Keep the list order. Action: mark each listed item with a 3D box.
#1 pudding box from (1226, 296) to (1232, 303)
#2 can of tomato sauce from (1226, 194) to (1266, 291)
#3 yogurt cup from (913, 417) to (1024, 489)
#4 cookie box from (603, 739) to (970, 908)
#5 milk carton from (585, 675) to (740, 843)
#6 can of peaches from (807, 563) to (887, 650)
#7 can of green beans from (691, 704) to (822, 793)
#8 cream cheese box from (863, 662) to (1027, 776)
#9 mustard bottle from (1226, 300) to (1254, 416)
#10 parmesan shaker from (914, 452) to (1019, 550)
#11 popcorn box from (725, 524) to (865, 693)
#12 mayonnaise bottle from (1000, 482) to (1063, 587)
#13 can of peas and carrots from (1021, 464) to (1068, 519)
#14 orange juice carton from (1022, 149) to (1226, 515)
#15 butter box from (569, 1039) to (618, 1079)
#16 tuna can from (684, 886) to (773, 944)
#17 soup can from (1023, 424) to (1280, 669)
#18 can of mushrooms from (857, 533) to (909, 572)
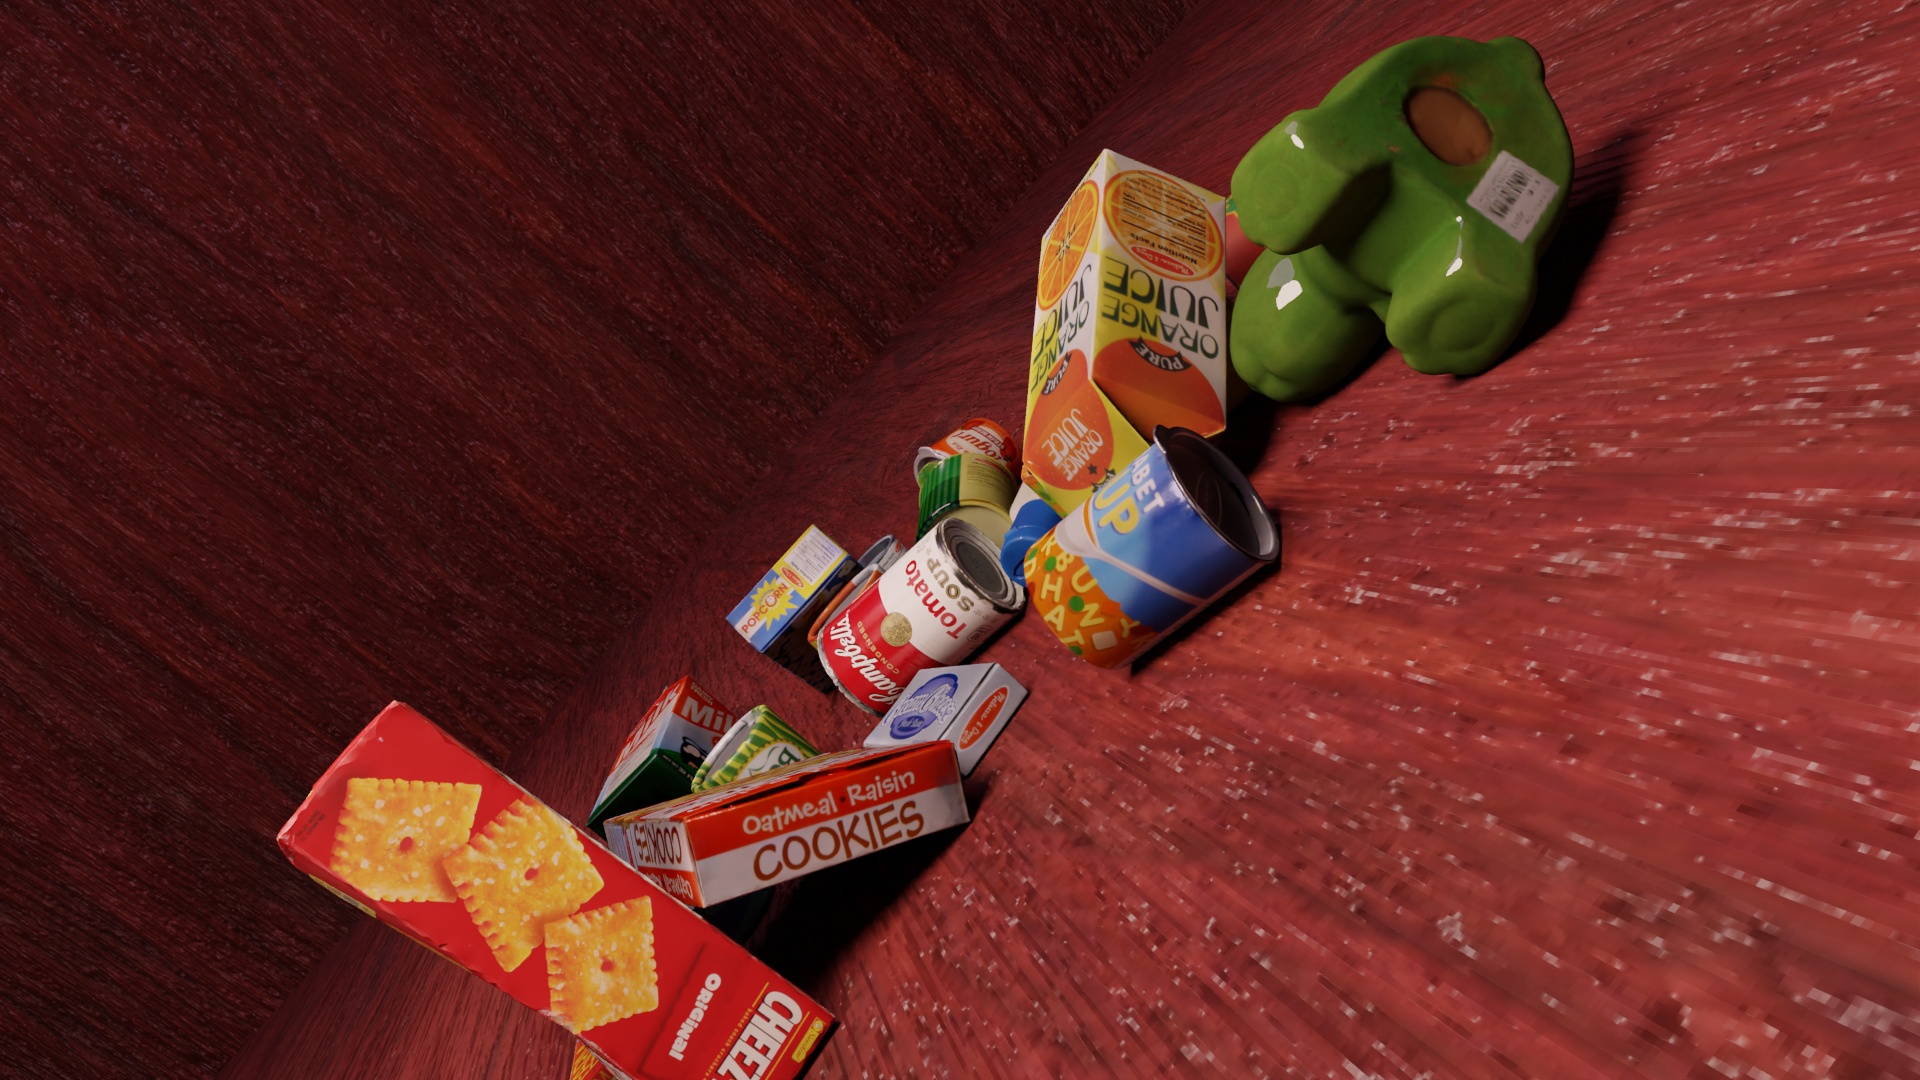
[{"bbox_3d":[0.128,-0.138,0.890,0.083,0.049,0.030,-39,16,36],"label":"pudding box"},{"bbox_3d":[0.182,-0.182,0.797,0.083,0.071,0.071,-43,12,15],"label":"can of tomato sauce"},{"bbox_3d":[0.009,-0.051,0.991,0.054,0.072,0.072,-44,9,-29],"label":"yogurt cup"},{"bbox_3d":[-0.087,0.129,0.646,0.123,0.040,0.167,-13,-5,-27],"label":"cookie box"},{"bbox_3d":[-0.204,0.163,1.015,0.073,0.072,0.191,-45,13,9],"label":"milk carton"},{"bbox_3d":[-0.055,0.058,0.869,0.071,0.058,0.071,-44,12,12],"label":"can of peaches"},{"bbox_3d":[-0.116,0.139,0.818,0.071,0.058,0.071,-44,12,12],"label":"can of green beans"},{"bbox_3d":[-0.010,0.090,0.694,0.053,0.024,0.103,-51,13,-20],"label":"cream cheese box"},{"bbox_3d":[0.121,-0.098,0.785,0.065,0.049,0.160,-56,12,-3],"label":"mustard bottle"},{"bbox_3d":[0.003,-0.011,0.859,0.071,0.071,0.103,-44,12,13],"label":"parmesan shaker"},{"bbox_3d":[-0.096,0.049,0.941,0.085,0.038,0.126,-49,-23,-5],"label":"popcorn box"},{"bbox_3d":[0.060,-0.030,0.802,0.064,0.041,0.149,-40,15,38],"label":"mayonnaise bottle"},{"bbox_3d":[0.074,-0.036,0.726,0.071,0.058,0.071,-45,12,12],"label":"can of peas and carrots"},{"bbox_3d":[0.080,-0.089,0.669,0.071,0.073,0.193,130,153,-52],"label":"orange juice carton"},{"bbox_3d":[-0.177,0.259,0.728,0.053,0.024,0.103,-48,12,-3],"label":"butter box"},{"bbox_3d":[-0.133,0.197,0.751,0.071,0.033,0.071,-44,12,12],"label":"tuna can"},{"bbox_3d":[0.075,0.002,0.568,0.083,0.071,0.072,-41,13,29],"label":"soup can"},{"bbox_3d":[-0.064,0.031,1.048,0.071,0.033,0.071,-44,13,13],"label":"can of mushrooms"}]
